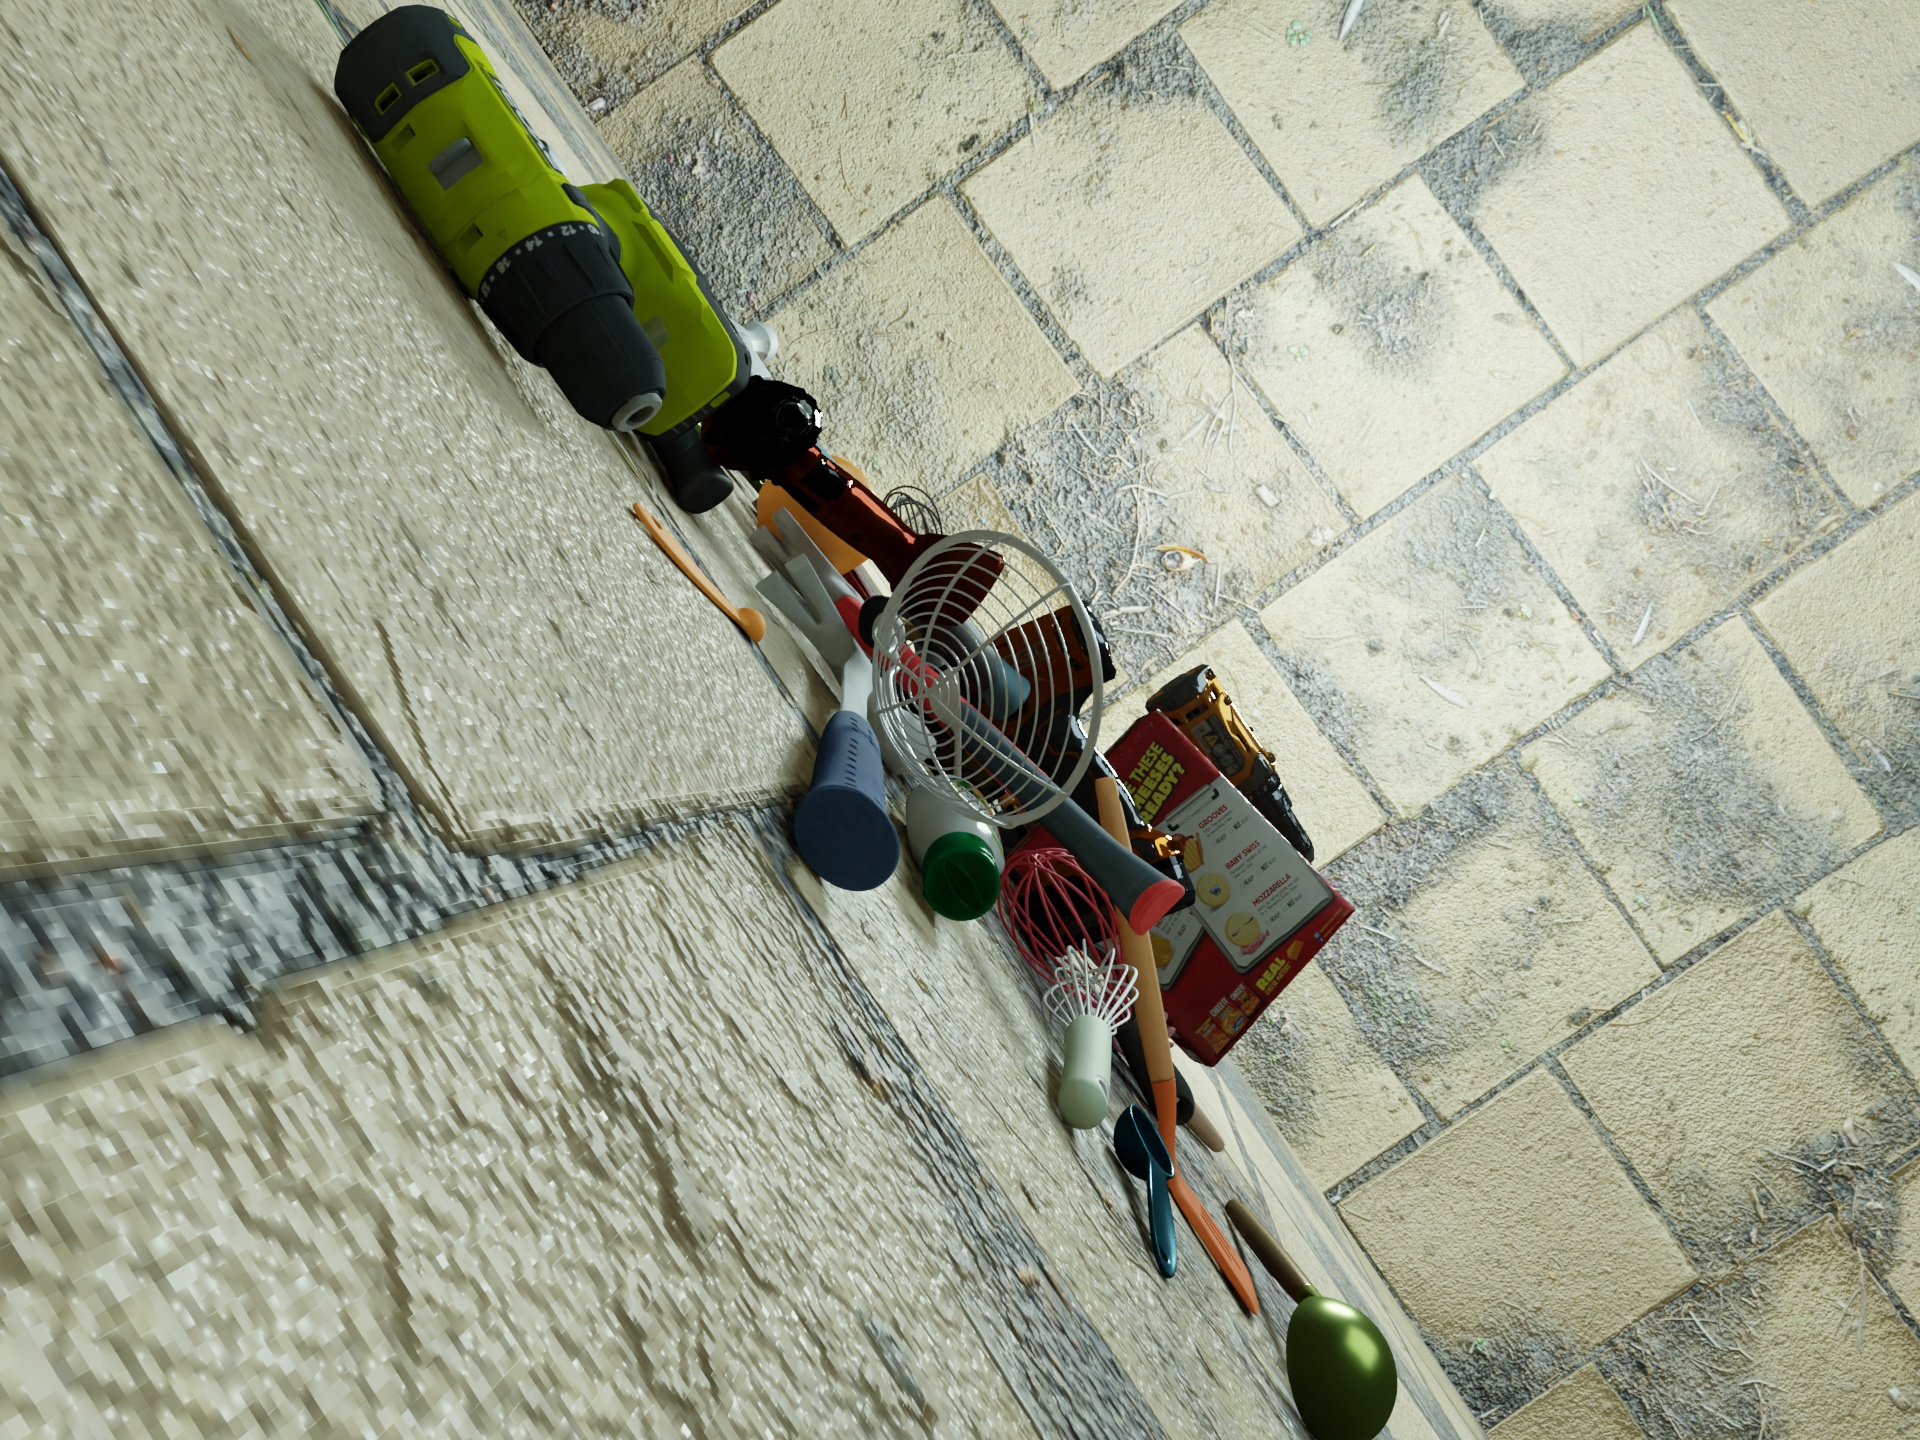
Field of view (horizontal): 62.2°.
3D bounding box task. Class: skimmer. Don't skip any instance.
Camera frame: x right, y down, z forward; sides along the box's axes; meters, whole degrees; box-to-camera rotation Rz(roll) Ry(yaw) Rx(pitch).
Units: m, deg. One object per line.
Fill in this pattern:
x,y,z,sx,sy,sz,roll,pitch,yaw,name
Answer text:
-0.004,-0.038,0.806,0.363,0.090,0.127,-121,-151,-79,skimmer

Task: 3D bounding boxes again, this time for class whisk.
0.100,0.183,1.047,0.295,0.073,0.073,60,0,-37,whisk
-0.025,-0.072,1.275,0.055,0.055,0.238,-117,-165,-67,whisk
0.067,0.167,0.851,0.246,0.059,0.058,-44,117,-82,whisk

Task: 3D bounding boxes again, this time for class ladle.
0.197,0.354,0.986,0.078,0.062,0.320,63,-4,-1,ladle

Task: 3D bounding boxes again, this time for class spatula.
0.127,0.191,0.961,0.081,0.041,0.323,39,40,-79,spatula

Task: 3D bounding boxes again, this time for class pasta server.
0.165,0.276,1.226,0.060,0.040,0.315,35,-11,37,pasta server

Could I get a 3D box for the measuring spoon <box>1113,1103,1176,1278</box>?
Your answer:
0.089,0.235,0.781,0.042,0.021,0.129,54,13,-13,measuring spoon

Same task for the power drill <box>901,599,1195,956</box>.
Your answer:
0.055,0.046,1.111,0.084,0.164,0.227,43,25,-76,power drill

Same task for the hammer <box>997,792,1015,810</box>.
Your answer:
0.048,0.079,1.530,0.127,0.034,0.337,55,3,-30,hammer

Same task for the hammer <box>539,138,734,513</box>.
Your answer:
-0.230,-0.270,0.956,0.409,0.036,0.149,58,5,31,hammer

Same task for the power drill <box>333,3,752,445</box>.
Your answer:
-0.174,-0.202,0.740,0.190,0.080,0.228,56,6,5,power drill

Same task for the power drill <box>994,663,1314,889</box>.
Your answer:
0.155,0.089,1.274,0.185,0.226,0.084,56,3,-2,power drill

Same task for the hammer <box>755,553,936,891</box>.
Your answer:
-0.056,0.001,0.769,0.144,0.035,0.406,55,3,-10,hammer

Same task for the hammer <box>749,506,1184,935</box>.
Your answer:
-0.002,-0.003,0.986,0.387,0.038,0.143,44,-4,41,hammer

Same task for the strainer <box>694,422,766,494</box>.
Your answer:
-0.180,-0.251,1.173,0.256,0.069,0.152,50,6,-47,strainer

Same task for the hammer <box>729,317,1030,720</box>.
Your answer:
-0.065,-0.136,1.070,0.331,0.033,0.128,51,23,0,hammer

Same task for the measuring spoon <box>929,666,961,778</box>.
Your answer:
-0.009,0.032,0.904,0.034,0.018,0.124,-115,-156,-82,measuring spoon

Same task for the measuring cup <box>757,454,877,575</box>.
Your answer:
-0.110,-0.187,1.145,0.095,0.052,0.173,-15,86,-52,measuring cup

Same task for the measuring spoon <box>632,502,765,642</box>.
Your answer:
-0.120,-0.070,0.748,0.021,0.011,0.116,58,4,35,measuring spoon
